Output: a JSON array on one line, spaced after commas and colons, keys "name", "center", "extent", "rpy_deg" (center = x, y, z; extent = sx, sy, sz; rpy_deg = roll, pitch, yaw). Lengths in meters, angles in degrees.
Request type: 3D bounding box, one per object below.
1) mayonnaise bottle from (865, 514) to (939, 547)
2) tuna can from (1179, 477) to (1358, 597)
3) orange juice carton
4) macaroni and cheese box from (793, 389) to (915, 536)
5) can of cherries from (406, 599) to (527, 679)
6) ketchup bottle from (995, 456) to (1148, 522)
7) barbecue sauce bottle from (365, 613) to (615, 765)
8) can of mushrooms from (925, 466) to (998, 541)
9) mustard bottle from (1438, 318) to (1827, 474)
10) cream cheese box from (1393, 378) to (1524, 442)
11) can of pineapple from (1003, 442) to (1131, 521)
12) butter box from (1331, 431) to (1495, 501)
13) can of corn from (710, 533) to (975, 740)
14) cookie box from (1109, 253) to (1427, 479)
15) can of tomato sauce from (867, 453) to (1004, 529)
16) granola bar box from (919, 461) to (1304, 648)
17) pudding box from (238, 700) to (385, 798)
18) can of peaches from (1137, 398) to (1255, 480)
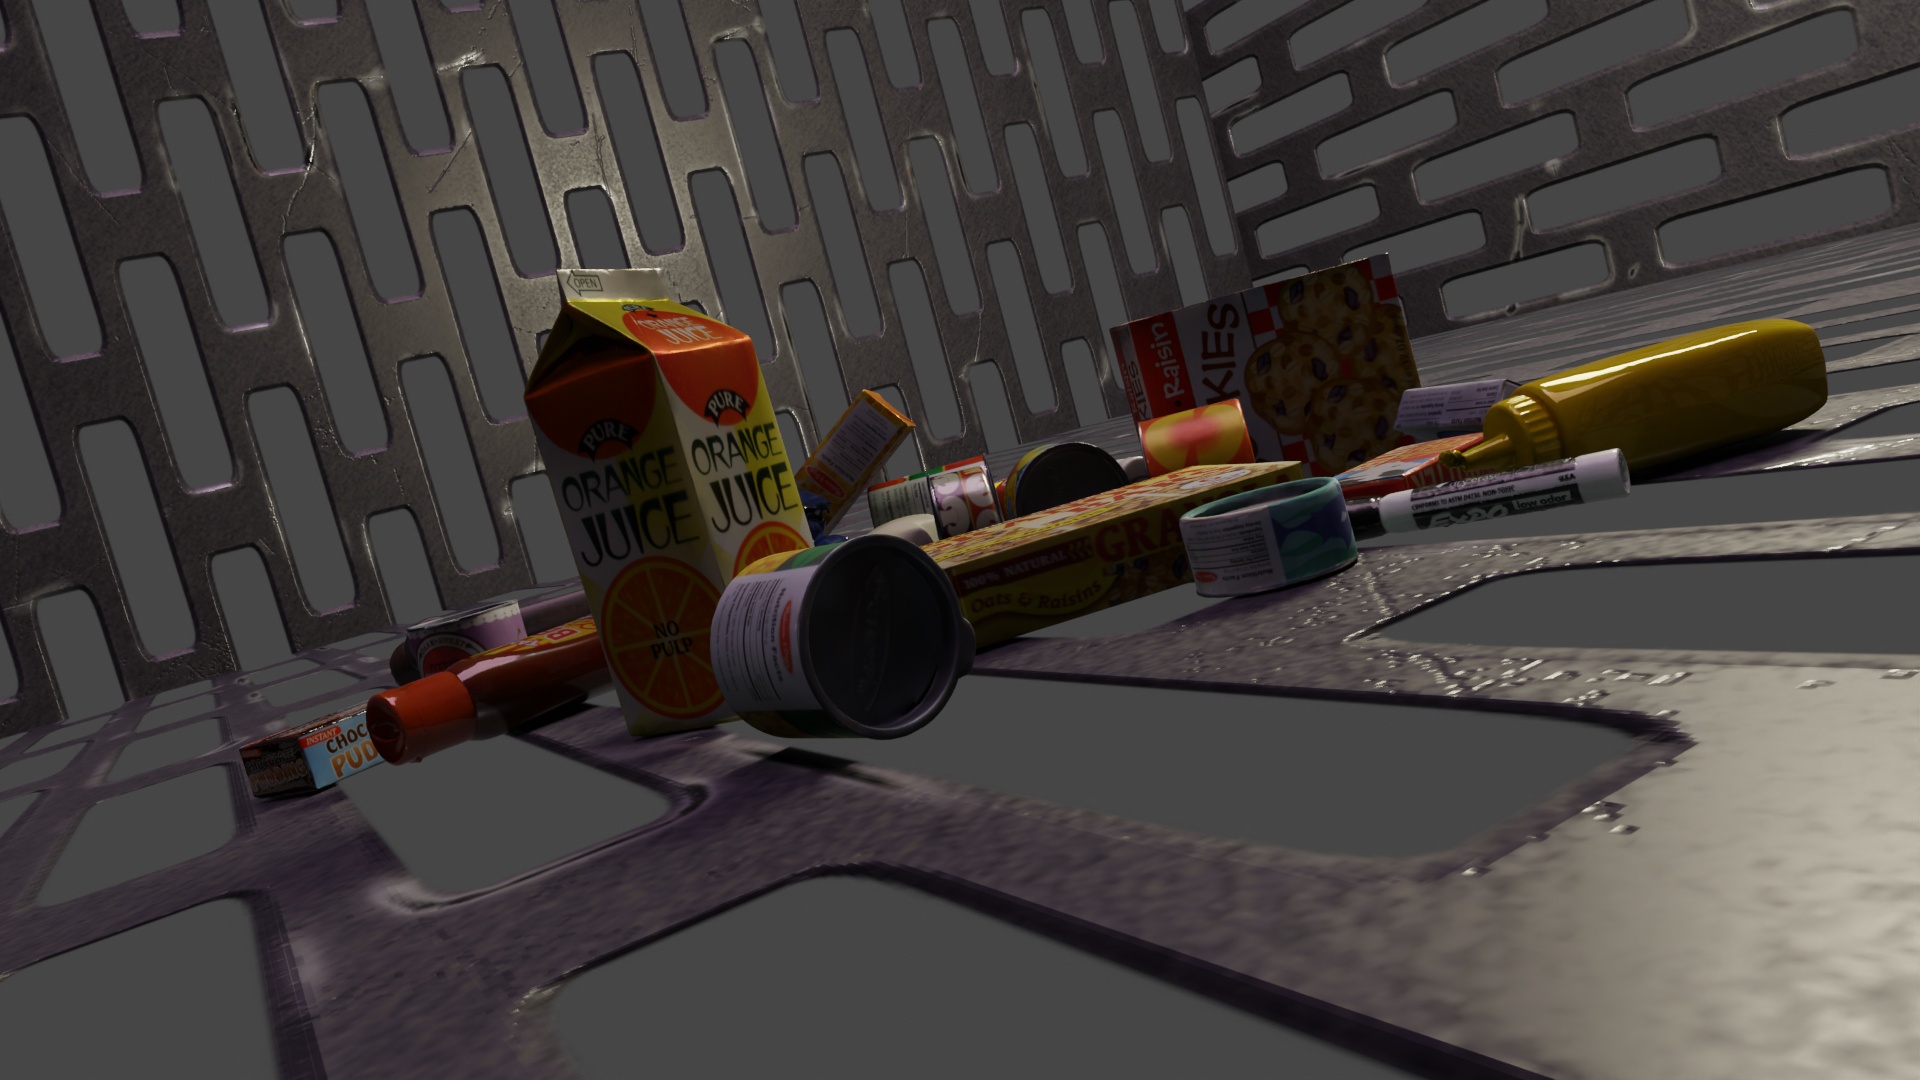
[{"name": "mayonnaise bottle", "center": [-0.040, 0.014, 0.833], "extent": [0.065, 0.041, 0.148], "rpy_deg": [-22, 6, 4]}, {"name": "tuna can", "center": [0.125, -0.002, 0.559], "extent": [0.071, 0.033, 0.071], "rpy_deg": [-15, 5, 1]}, {"name": "orange juice carton", "center": [-0.119, -0.022, 0.586], "extent": [0.073, 0.192, 0.072], "rpy_deg": [-14, 5, 28]}, {"name": "macaroni and cheese box", "center": [-0.098, -0.025, 0.943], "extent": [0.166, 0.040, 0.124], "rpy_deg": [-51, 2, 4]}, {"name": "can of cherries", "center": [-0.296, 0.073, 0.841], "extent": [0.071, 0.058, 0.071], "rpy_deg": [-14, 5, 1]}, {"name": "ketchup bottle", "center": [0.085, -0.034, 0.971], "extent": [0.065, 0.043, 0.148], "rpy_deg": [-17, 6, -27]}, {"name": "barbecue sauce bottle", "center": [-0.226, 0.073, 0.712], "extent": [0.064, 0.043, 0.149], "rpy_deg": [-10, 7, 41]}, {"name": "can of mushrooms", "center": [0.003, -0.010, 0.794], "extent": [0.033, 0.071, 0.071], "rpy_deg": [-14, 5, -2]}, {"name": "mustard bottle", "center": [0.271, -0.051, 0.575], "extent": [0.160, 0.048, 0.065], "rpy_deg": [-16, 4, -6]}, {"name": "cream cheese box", "center": [0.268, -0.061, 0.701], "extent": [0.053, 0.024, 0.104], "rpy_deg": [18, 0, -10]}, {"name": "can of pineapple", "center": [0.058, -0.022, 0.793], "extent": [0.071, 0.071, 0.058], "rpy_deg": [-15, 4, -5]}, {"name": "butter box", "center": [0.205, -0.026, 0.635], "extent": [0.053, 0.024, 0.104], "rpy_deg": [-10, 7, 45]}, {"name": "can of corn", "center": [-0.040, 0.034, 0.469], "extent": [0.071, 0.071, 0.058], "rpy_deg": [-19, 6, -40]}, {"name": "cookie box", "center": [0.187, -0.091, 0.834], "extent": [0.168, 0.123, 0.040], "rpy_deg": [-16, 4, -7]}, {"name": "can of tomato sauce", "center": [-0.014, -0.015, 0.941], "extent": [0.083, 0.071, 0.071], "rpy_deg": [-15, 5, 3]}, {"name": "granola bar box", "center": [0.061, 0.004, 0.642], "extent": [0.166, 0.039, 0.124], "rpy_deg": [-16, 6, -13]}, {"name": "pudding box", "center": [-0.317, 0.104, 0.716], "extent": [0.049, 0.030, 0.084], "rpy_deg": [-13, 5, 29]}, {"name": "can of peaches", "center": [0.134, -0.039, 0.769], "extent": [0.058, 0.071, 0.071], "rpy_deg": [-14, 5, 11]}]
